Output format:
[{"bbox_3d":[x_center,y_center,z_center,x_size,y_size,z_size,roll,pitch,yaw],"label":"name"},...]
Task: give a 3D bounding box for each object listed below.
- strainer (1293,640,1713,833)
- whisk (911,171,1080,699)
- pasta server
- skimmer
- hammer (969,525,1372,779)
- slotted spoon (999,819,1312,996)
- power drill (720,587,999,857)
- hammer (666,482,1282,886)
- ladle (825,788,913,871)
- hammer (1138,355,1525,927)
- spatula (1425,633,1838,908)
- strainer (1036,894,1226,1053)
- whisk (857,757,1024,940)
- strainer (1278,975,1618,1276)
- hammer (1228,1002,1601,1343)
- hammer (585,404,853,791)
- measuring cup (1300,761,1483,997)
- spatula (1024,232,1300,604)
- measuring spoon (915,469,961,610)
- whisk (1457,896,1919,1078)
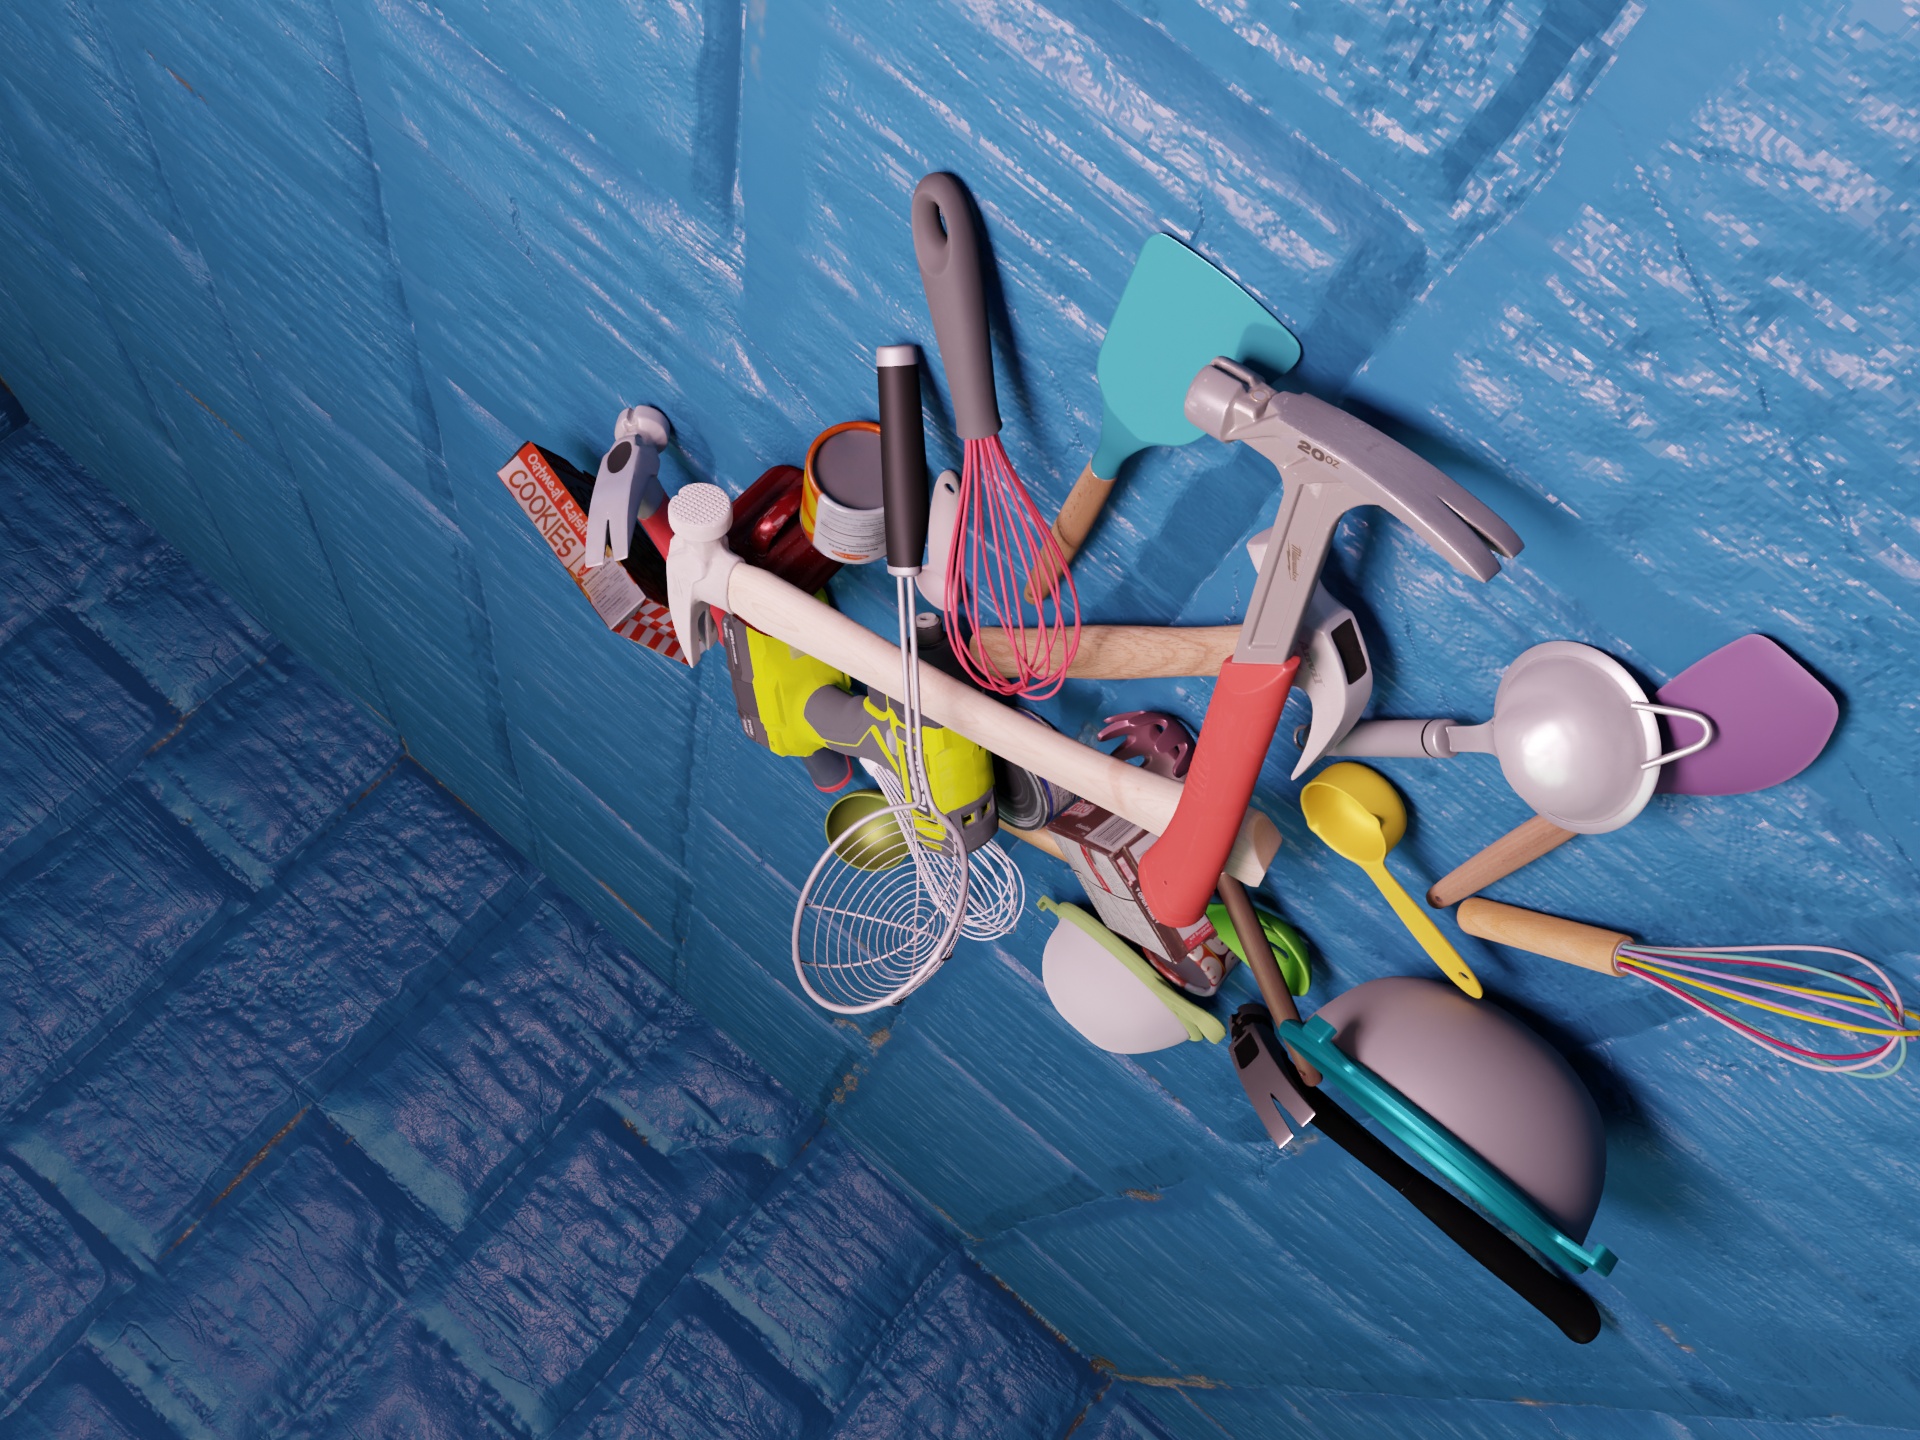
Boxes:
[{"bbox_3d":[0.233,0.010,0.753,0.258,0.050,0.087,-2,101,67],"label":"strainer"},{"bbox_3d":[0.012,-0.131,0.812,0.073,0.073,0.295,22,137,39],"label":"whisk"},{"bbox_3d":[0.170,0.118,1.008,0.060,0.040,0.316,11,133,54],"label":"pasta server"},{"bbox_3d":[-0.049,-0.020,0.879,0.127,0.090,0.363,14,112,46],"label":"skimmer"},{"bbox_3d":[0.101,-0.036,0.888,0.331,0.031,0.130,3,122,60],"label":"hammer"},{"bbox_3d":[0.110,0.106,1.117,0.314,0.031,0.070,25,146,27],"label":"slotted spoon"},{"bbox_3d":[-0.067,-0.019,1.110,0.223,0.080,0.171,25,133,42],"label":"power drill"},{"bbox_3d":[-0.002,-0.003,0.964,0.411,0.038,0.146,28,145,13],"label":"hammer"},{"bbox_3d":[-0.020,0.076,1.270,0.078,0.062,0.320,50,154,-12],"label":"ladle"},{"bbox_3d":[0.145,0.001,0.768,0.149,0.037,0.358,39,148,23],"label":"hammer"},{"bbox_3d":[0.295,0.043,0.747,0.060,0.018,0.315,46,157,9],"label":"spatula"},{"bbox_3d":[0.126,0.218,1.186,0.151,0.069,0.256,46,173,-11],"label":"strainer"},{"bbox_3d":[-0.045,0.054,1.219,0.285,0.070,0.070,51,162,23],"label":"whisk"},{"bbox_3d":[0.306,0.226,0.987,0.211,0.095,0.340,39,178,14],"label":"strainer"},{"bbox_3d":[0.327,0.336,1.132,0.334,0.035,0.146,39,-168,-7],"label":"hammer"},{"bbox_3d":[-0.172,-0.053,1.220,0.038,0.143,0.385,-10,139,16],"label":"hammer"},{"bbox_3d":[0.246,0.086,0.874,0.156,0.029,0.062,51,158,-9],"label":"measuring cup"},{"bbox_3d":[0.075,-0.124,0.807,0.082,0.044,0.317,40,162,3],"label":"spatula"},{"bbox_3d":[-0.007,-0.113,0.975,0.034,0.018,0.124,37,150,17],"label":"measuring spoon"},{"bbox_3d":[0.347,0.122,0.780,0.245,0.047,0.051,12,131,58],"label":"whisk"}]
